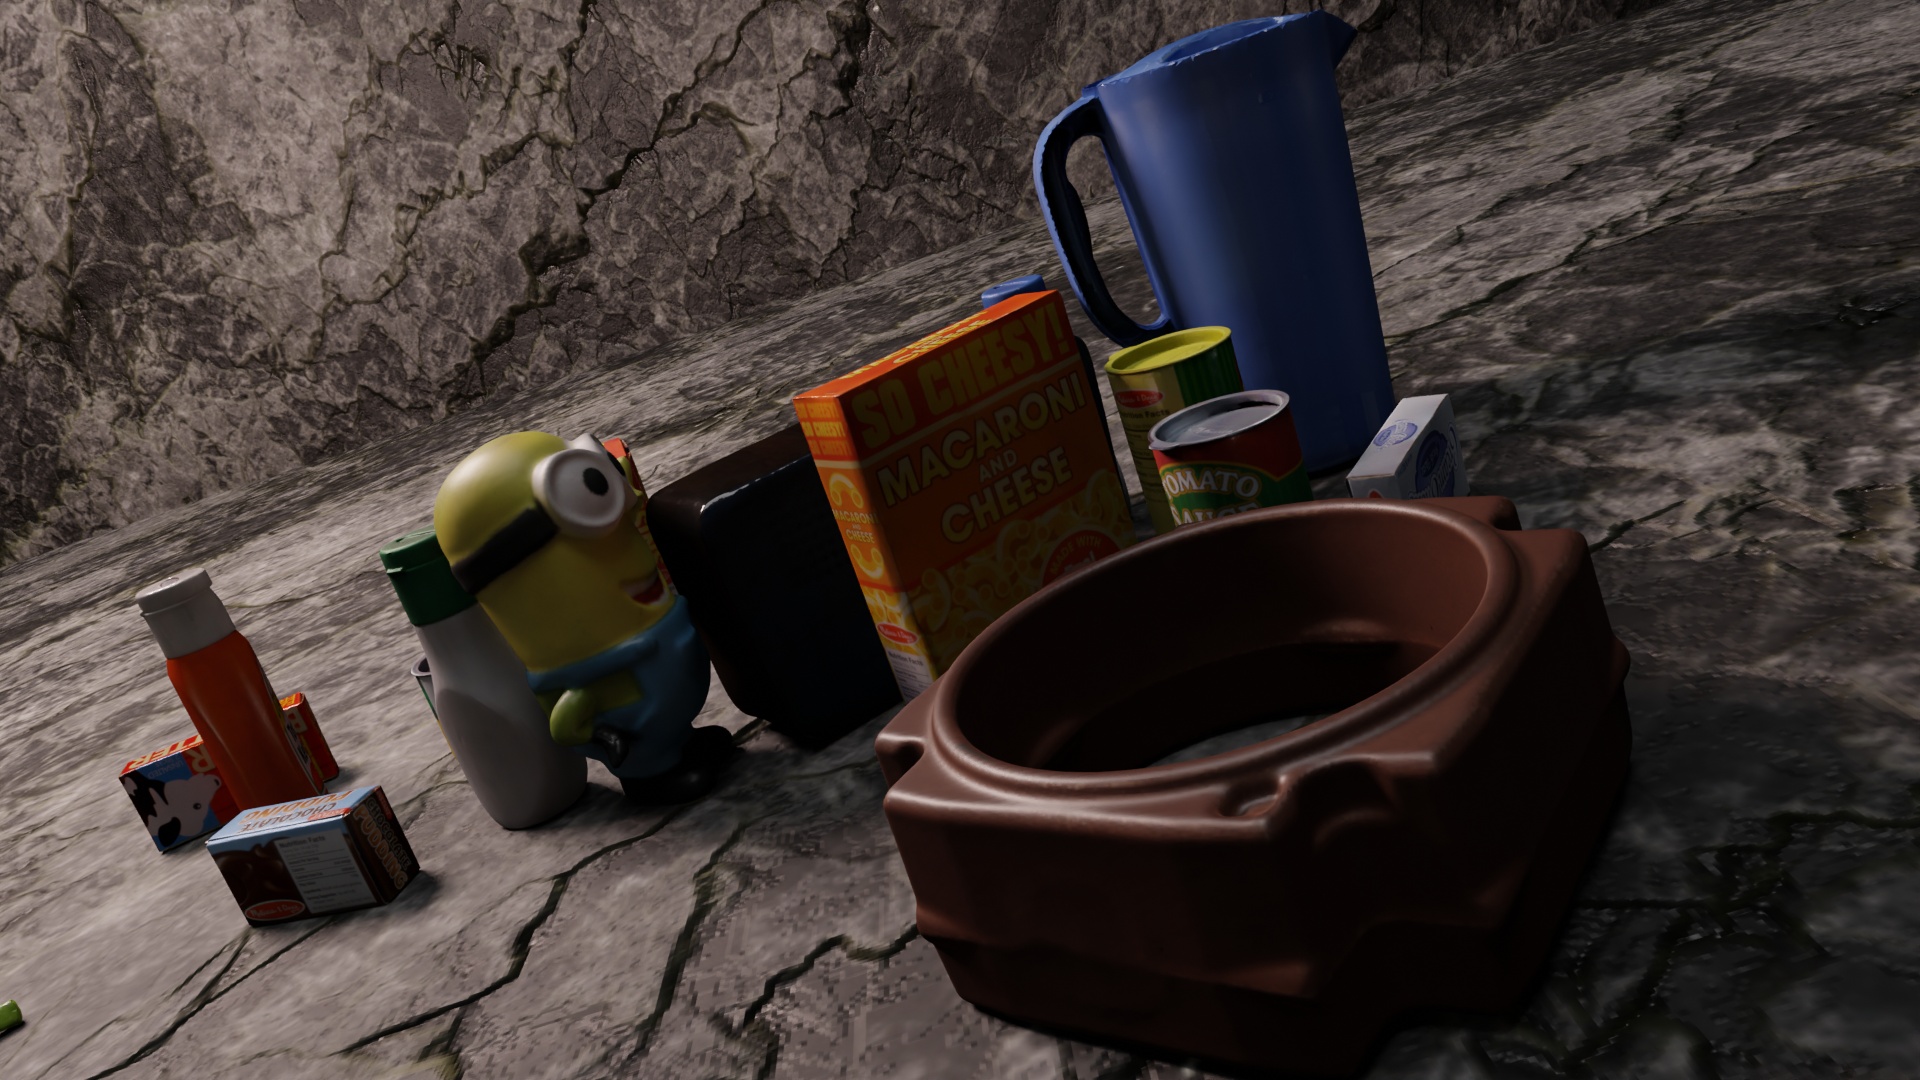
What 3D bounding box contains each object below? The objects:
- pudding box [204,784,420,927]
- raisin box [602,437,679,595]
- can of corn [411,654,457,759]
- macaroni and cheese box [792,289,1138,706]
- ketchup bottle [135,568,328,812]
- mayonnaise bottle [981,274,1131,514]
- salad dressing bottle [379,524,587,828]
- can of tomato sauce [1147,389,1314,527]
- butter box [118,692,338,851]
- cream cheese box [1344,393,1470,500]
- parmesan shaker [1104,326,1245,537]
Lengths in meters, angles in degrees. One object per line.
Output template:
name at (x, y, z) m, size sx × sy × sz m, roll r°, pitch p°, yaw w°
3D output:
pudding box at (-0.303, 0.148, 0.651) m, size 0.083 × 0.049 × 0.030 m, roll -13°, pitch 18°, yaw 17°
raisin box at (-0.201, 0.004, 0.855) m, size 0.040 × 0.123 × 0.086 m, roll -23°, pitch 17°, yaw -11°
can of corn at (-0.266, 0.084, 0.790) m, size 0.071 × 0.058 × 0.071 m, roll -17°, pitch 17°, yaw 6°
macaroni and cheese box at (0.012, -0.008, 0.597) m, size 0.124 × 0.166 × 0.040 m, roll -30°, pitch 20°, yaw -31°
ketchup bottle at (-0.401, 0.089, 0.764) m, size 0.044 × 0.148 × 0.064 m, roll -28°, pitch 19°, yaw -27°
mayonnaise bottle at (0.050, -0.075, 0.792) m, size 0.041 × 0.147 × 0.064 m, roll -31°, pitch 21°, yaw -33°
salad dressing bottle at (-0.228, 0.064, 0.661) m, size 0.064 × 0.147 × 0.044 m, roll -9°, pitch 20°, yaw 31°
can of tomato sauce at (0.130, -0.019, 0.649) m, size 0.071 × 0.083 × 0.071 m, roll -17°, pitch 17°, yaw 6°
butter box at (-0.425, 0.134, 0.812) m, size 0.104 × 0.053 × 0.024 m, roll -24°, pitch 18°, yaw -15°
cream cheese box at (0.206, -0.025, 0.636) m, size 0.024 × 0.053 × 0.104 m, roll -7°, pitch 21°, yaw 35°
parmesan shaker at (0.120, -0.052, 0.725) m, size 0.071 × 0.102 × 0.071 m, roll -17°, pitch 17°, yaw 6°
